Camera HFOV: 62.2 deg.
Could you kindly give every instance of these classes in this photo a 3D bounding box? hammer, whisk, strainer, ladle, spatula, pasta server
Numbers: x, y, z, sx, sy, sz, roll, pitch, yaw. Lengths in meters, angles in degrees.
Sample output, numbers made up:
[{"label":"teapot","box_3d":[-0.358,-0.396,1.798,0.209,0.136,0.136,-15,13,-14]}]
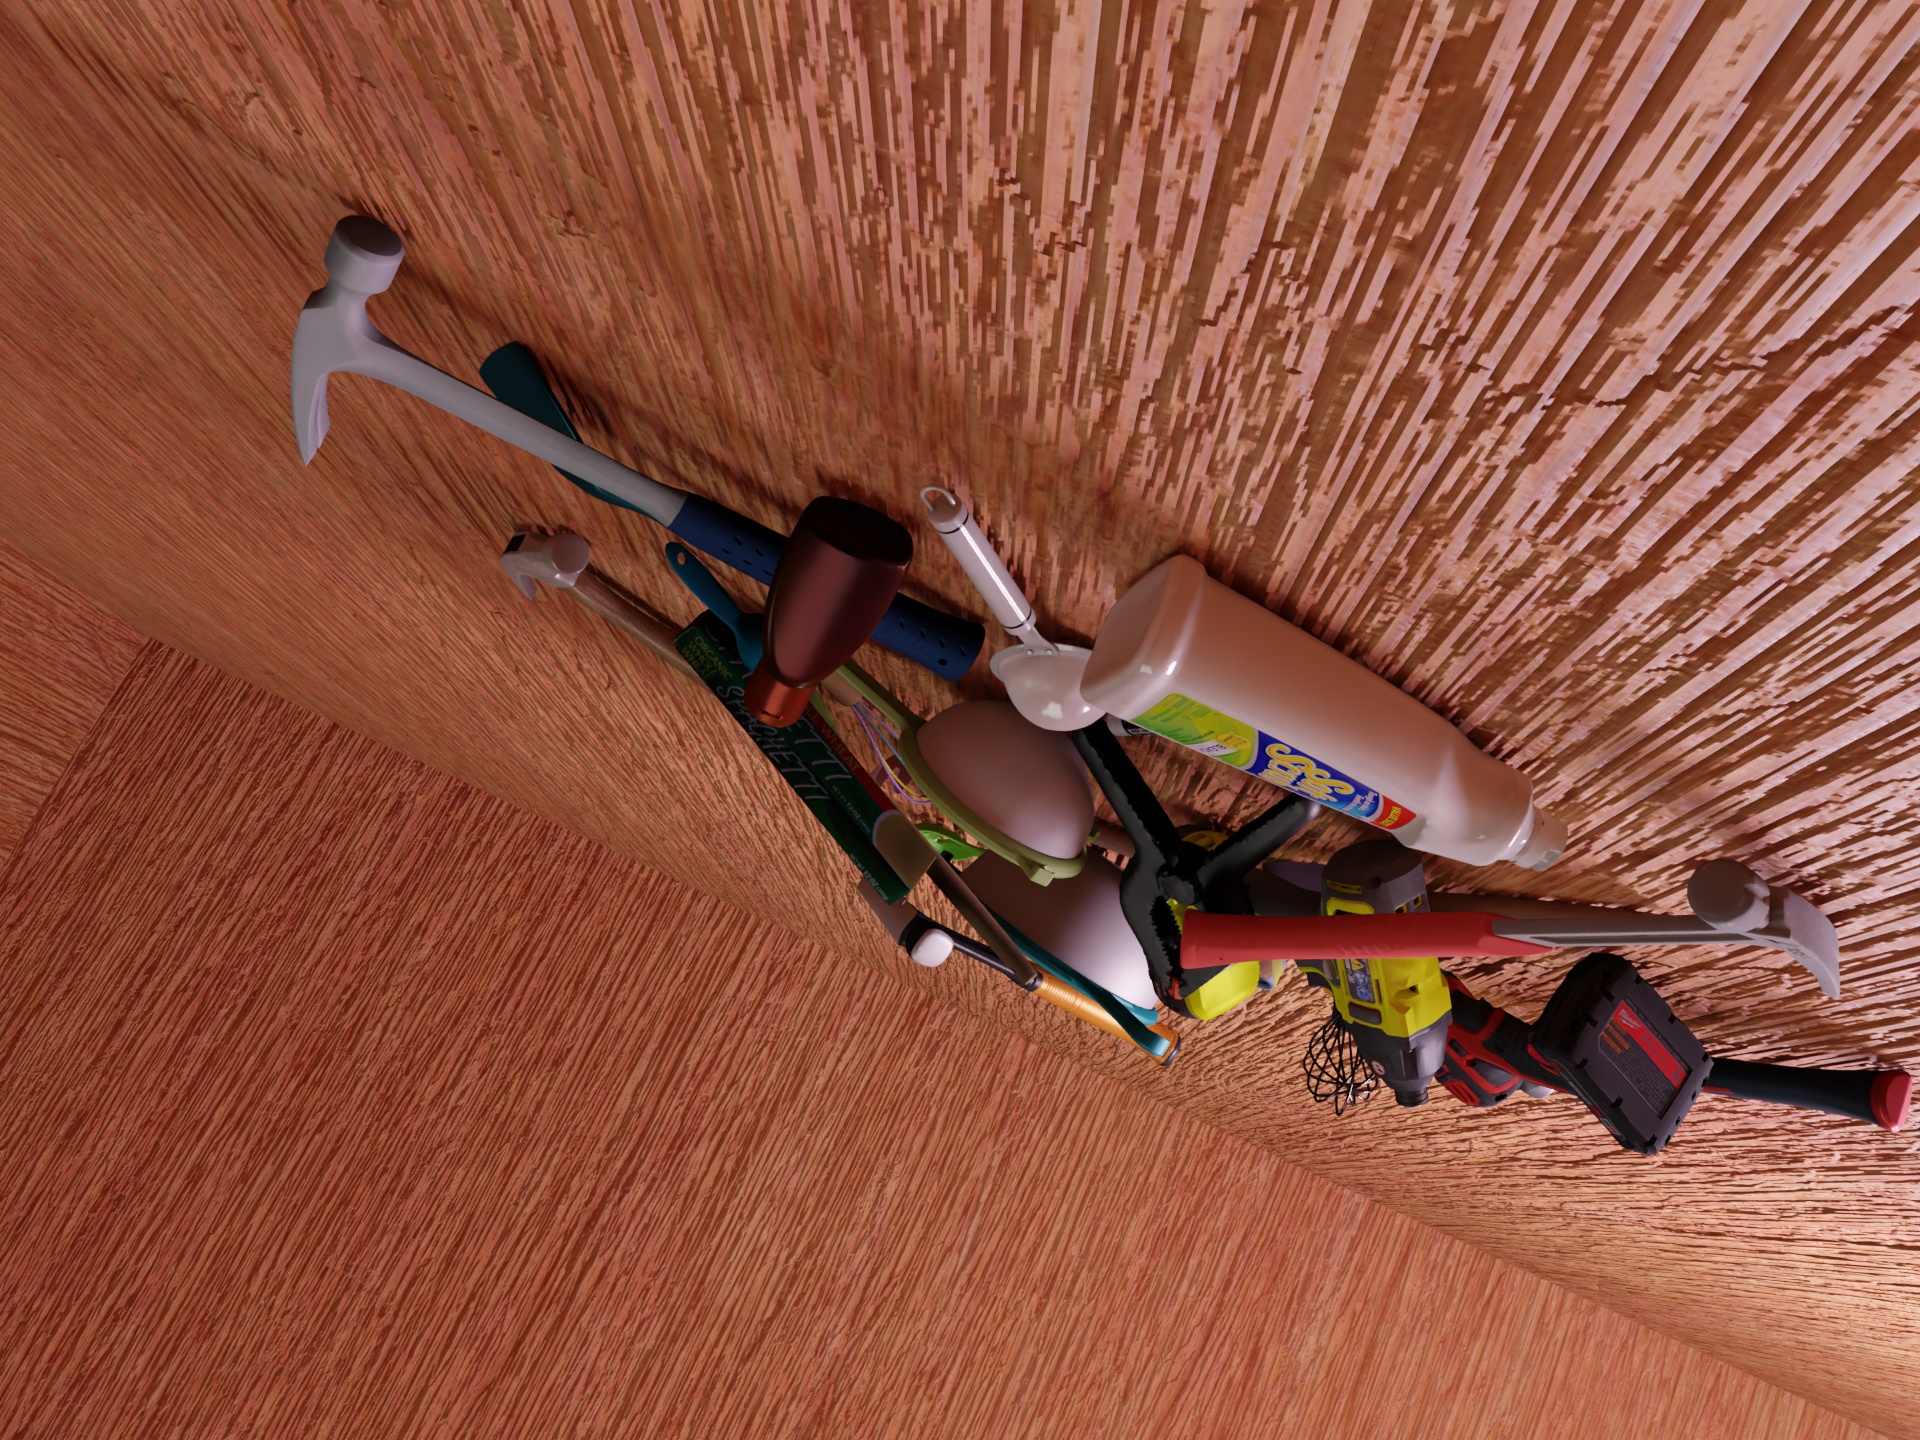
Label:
[{"label":"hammer","box_3d":[-0.170,-0.119,0.886,0.405,0.035,0.144,26,130,-20]},{"label":"hammer","box_3d":[0.482,0.239,1.125,0.143,0.038,0.386,31,164,-14]},{"label":"whisk","box_3d":[-0.065,-0.011,1.174,0.047,0.051,0.244,-10,143,29]},{"label":"hammer","box_3d":[0.278,0.121,0.882,0.359,0.037,0.149,-9,153,43]},{"label":"strainer","box_3d":[0.113,0.166,1.261,0.211,0.095,0.340,34,180,-17]},{"label":"ladle","box_3d":[-0.059,0.084,1.220,0.320,0.062,0.078,49,164,11]},{"label":"whisk","box_3d":[0.285,0.222,1.171,0.055,0.055,0.239,23,-161,9]},{"label":"spatula","box_3d":[0.311,0.121,1.022,0.316,0.018,0.059,-4,117,58]},{"label":"spatula","box_3d":[-0.145,-0.120,0.957,0.317,0.044,0.082,28,164,-28]},{"label":"hammer","box_3d":[-0.229,-0.055,1.289,0.130,0.031,0.331,7,157,49]},{"label":"strainer","box_3d":[-0.002,-0.003,1.056,0.256,0.069,0.151,41,-163,9]},{"label":"strainer","box_3d":[0.032,-0.051,0.871,0.087,0.050,0.258,-1,151,26]},{"label":"pasta server","box_3d":[0.073,0.084,1.261,0.316,0.040,0.060,20,179,16]},{"label":"hammer","box_3d":[0.061,0.211,1.307,0.336,0.034,0.127,32,-173,-34]}]

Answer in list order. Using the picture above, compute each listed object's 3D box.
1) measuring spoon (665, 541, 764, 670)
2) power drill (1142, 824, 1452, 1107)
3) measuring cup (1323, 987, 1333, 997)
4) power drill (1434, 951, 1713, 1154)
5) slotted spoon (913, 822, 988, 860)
[{"label":"measuring spoon","box_3d":[-0.157,-0.080,1.092,0.021,0.042,0.128,-1,145,36]},{"label":"power drill","box_3d":[0.221,0.156,1.058,0.223,0.080,0.171,8,116,55]},{"label":"measuring cup","box_3d":[0.325,0.214,1.276,0.029,0.062,0.156,48,167,-10]},{"label":"power drill","box_3d":[0.365,0.199,1.082,0.187,0.080,0.227,46,162,-13]},{"label":"slotted spoon","box_3d":[0.065,0.134,1.464,0.314,0.031,0.070,10,158,39]}]
